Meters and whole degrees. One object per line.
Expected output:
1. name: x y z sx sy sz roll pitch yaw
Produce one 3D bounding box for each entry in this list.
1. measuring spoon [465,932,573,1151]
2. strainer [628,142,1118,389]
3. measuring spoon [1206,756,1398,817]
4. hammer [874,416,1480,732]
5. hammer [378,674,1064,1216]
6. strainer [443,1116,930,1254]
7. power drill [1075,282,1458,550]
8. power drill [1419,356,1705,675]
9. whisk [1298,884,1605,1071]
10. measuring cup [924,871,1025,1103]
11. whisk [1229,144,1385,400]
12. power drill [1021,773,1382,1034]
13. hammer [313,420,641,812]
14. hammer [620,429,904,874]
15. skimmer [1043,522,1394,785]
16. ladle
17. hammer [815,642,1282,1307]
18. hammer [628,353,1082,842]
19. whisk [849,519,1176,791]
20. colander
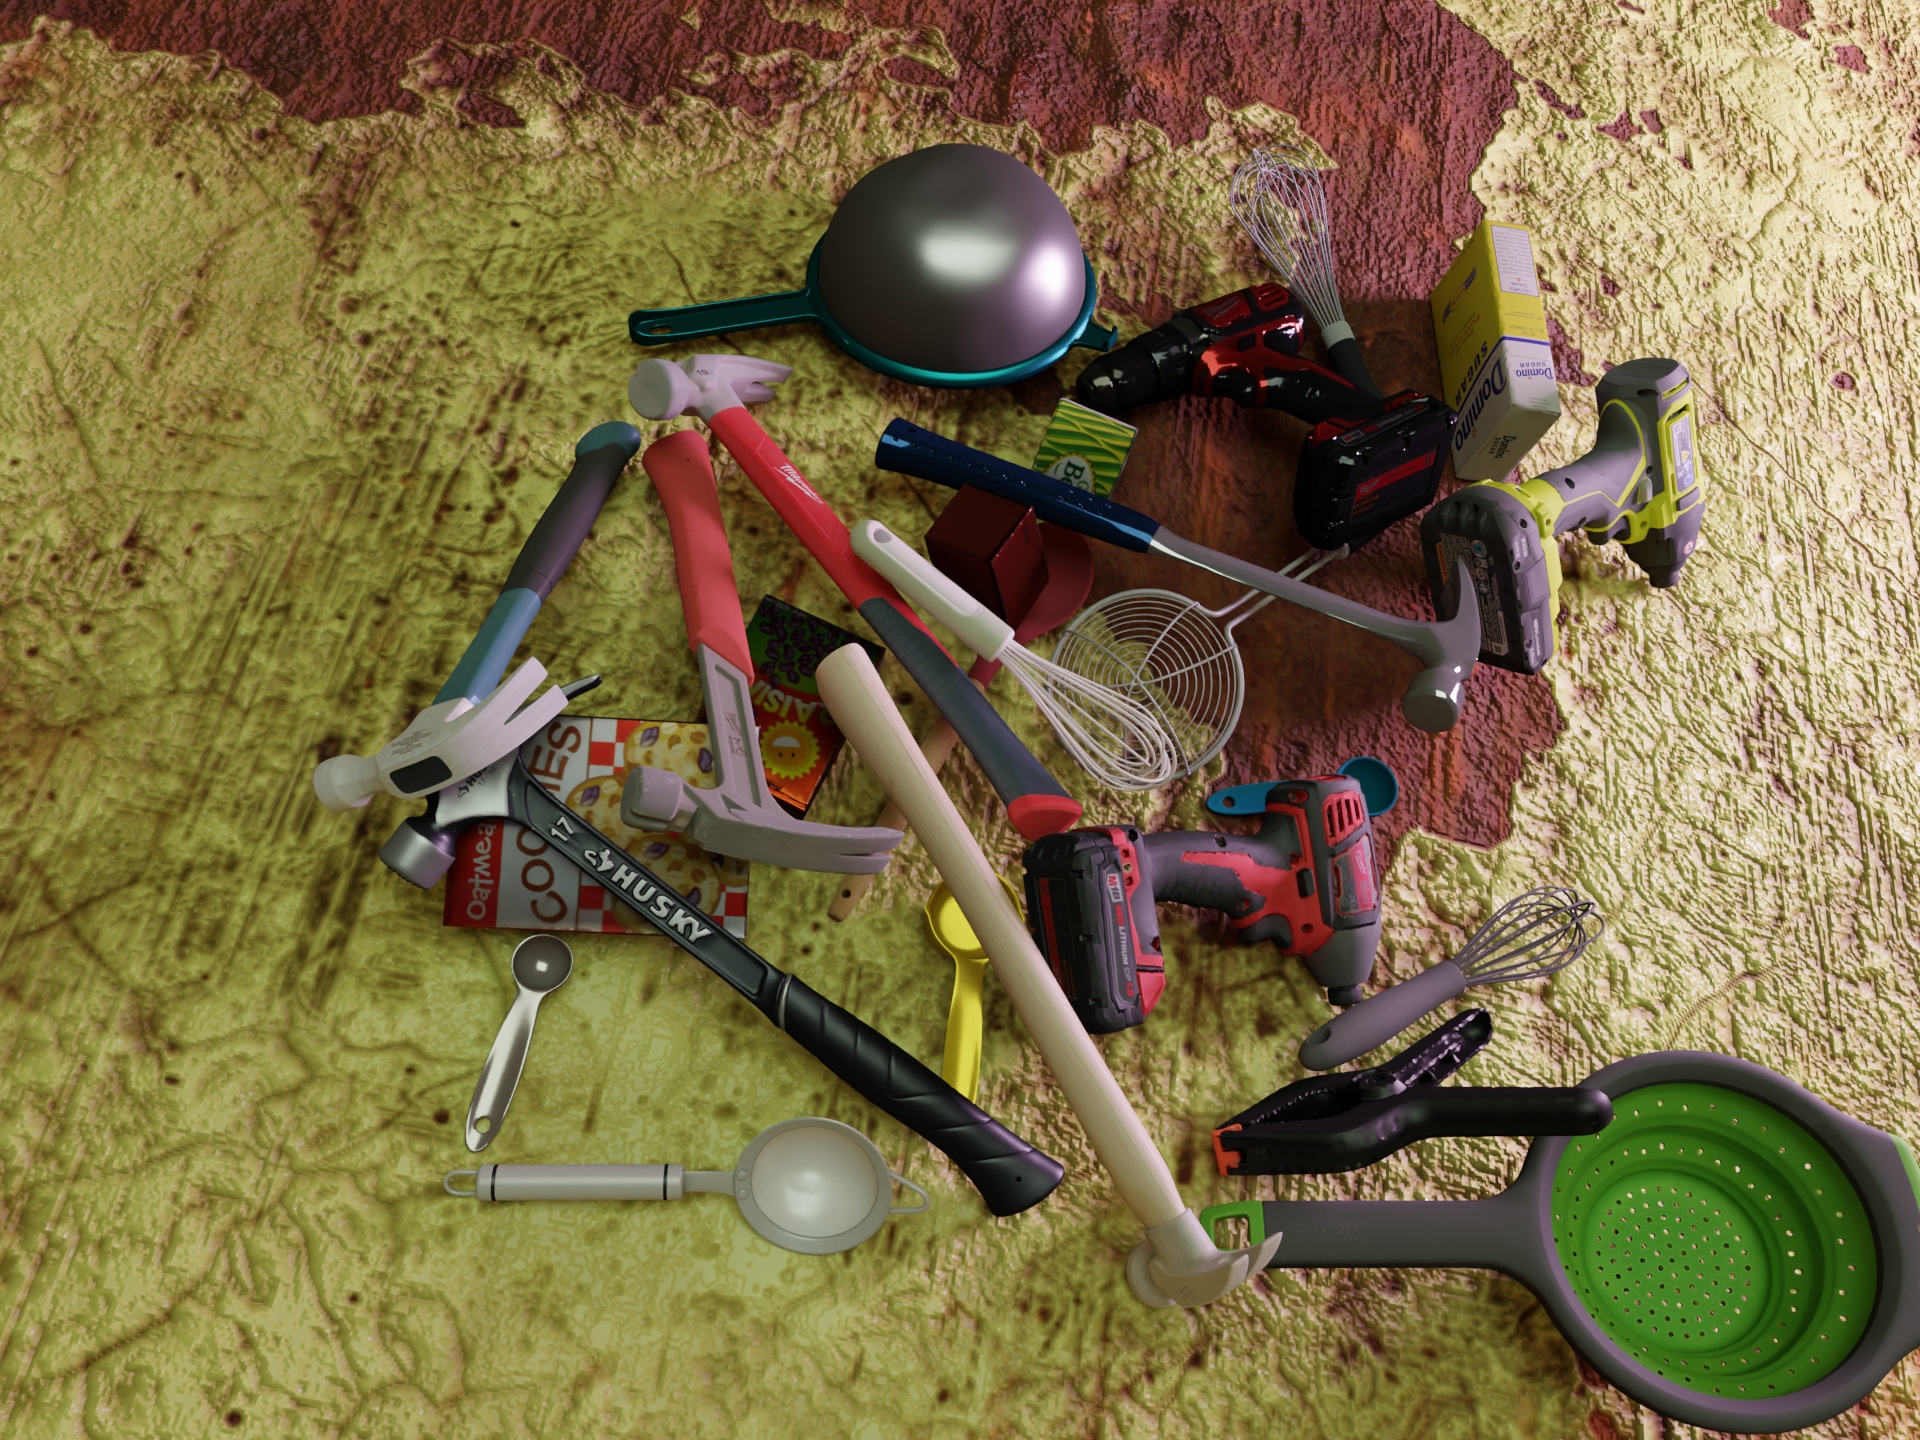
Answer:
1. measuring spoon: -0.248 0.179 0.886 0.034 0.018 0.124 16 69 -1
2. strainer: -0.065 -0.326 1.107 0.340 0.095 0.211 -13 58 -14
3. measuring spoon: 0.224 0.051 1.050 0.128 0.021 0.042 -6 67 -5
4. hammer: 0.138 -0.116 1.029 0.405 0.035 0.144 22 45 12
5. hammer: -0.110 0.139 0.880 0.409 0.036 0.149 38 80 -5
6. strainer: -0.146 0.247 0.859 0.258 0.050 0.086 1 108 -6
7. power drill: 0.209 -0.218 1.115 0.188 0.080 0.227 -25 52 -22
8. power drill: 0.435 -0.132 1.117 0.223 0.080 0.171 -32 119 -22
9. whisk: 0.306 0.162 0.987 0.239 0.055 0.055 -22 71 -22
10. measuring cup: 0.001 0.165 0.942 0.062 0.029 0.157 9 73 -10
11. whisk: 0.276 -0.320 1.219 0.070 0.070 0.285 -13 73 -18
12. power drill: 0.156 0.116 0.957 0.219 0.078 0.143 -8 90 -23
13. hammer: -0.255 -0.078 0.932 0.128 0.033 0.331 -14 37 22
14. hammer: -0.136 -0.056 0.937 0.149 0.036 0.360 13 37 -27
15. skimmer: 0.209 -0.081 1.100 0.363 0.090 0.127 -33 76 -34
16. ladle: -0.002 -0.003 1.018 0.069 0.031 0.315 25 63 13
17. hammer: 0.033 0.129 0.880 0.038 0.146 0.411 -25 74 -23
18. hammer: -0.049 -0.084 1.007 0.386 0.038 0.143 51 30 12
19. whisk: 0.031 -0.040 0.967 0.246 0.059 0.058 39 45 -1
20. colander: 0.338 0.304 0.920 0.397 0.094 0.205 -2 61 6
